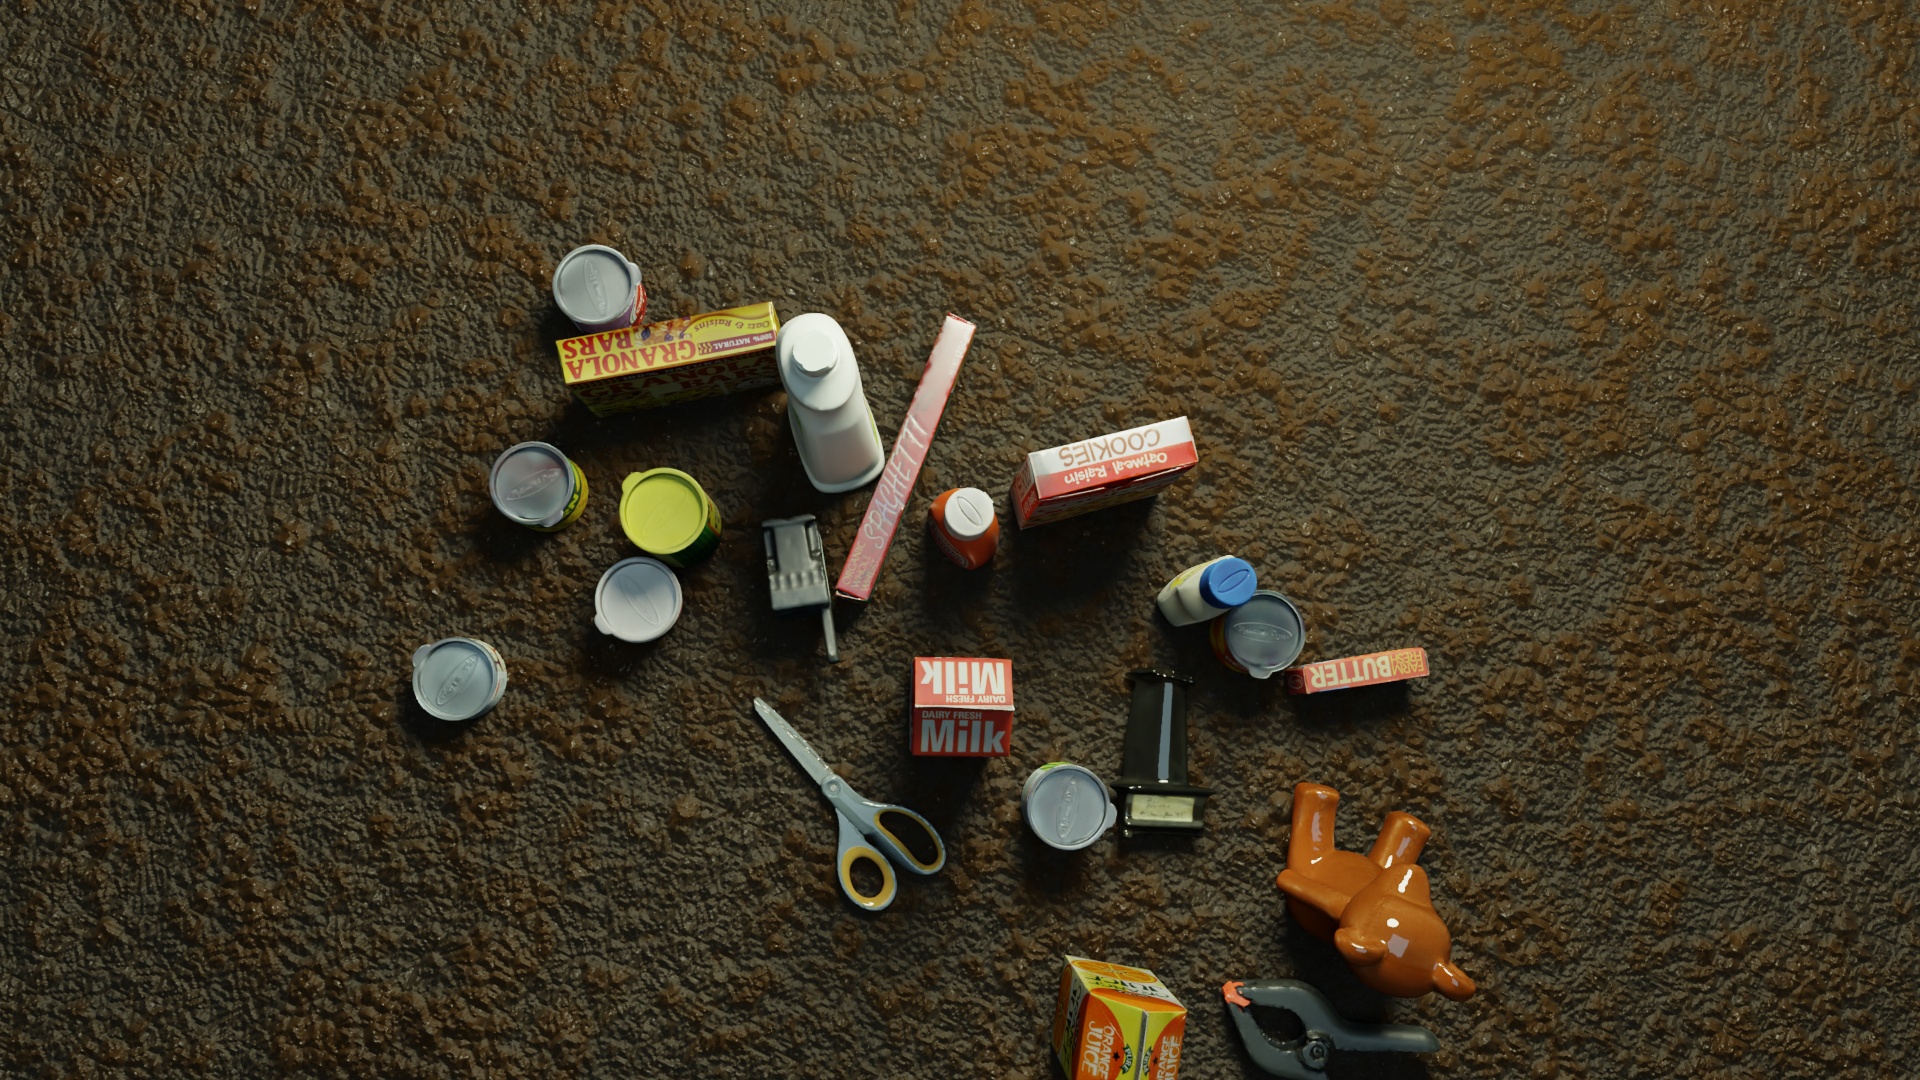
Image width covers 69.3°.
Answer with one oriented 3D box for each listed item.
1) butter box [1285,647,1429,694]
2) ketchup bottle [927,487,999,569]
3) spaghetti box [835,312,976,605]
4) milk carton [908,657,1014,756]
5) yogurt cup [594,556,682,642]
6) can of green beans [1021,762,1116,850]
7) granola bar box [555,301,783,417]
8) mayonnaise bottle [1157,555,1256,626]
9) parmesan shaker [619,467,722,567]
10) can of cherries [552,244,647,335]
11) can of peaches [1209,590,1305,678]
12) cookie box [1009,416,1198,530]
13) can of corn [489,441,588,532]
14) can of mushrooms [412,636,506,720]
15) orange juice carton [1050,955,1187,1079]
[{"bbox_3d":[0.324,0.107,1.139,0.103,0.053,0.024,-8,84,-4],"label":"butter box"},{"bbox_3d":[0.004,-0.014,1.091,0.043,0.148,0.065,-39,86,-6],"label":"ketchup bottle"},{"bbox_3d":[-0.045,-0.065,1.145,0.029,0.050,0.250,21,82,0],"label":"spaghetti box"},{"bbox_3d":[-0.002,0.126,1.052,0.072,0.190,0.073,1,83,-2],"label":"milk carton"},{"bbox_3d":[-0.255,0.049,1.118,0.072,0.054,0.072,0,83,-3],"label":"yogurt cup"},{"bbox_3d":[0.083,0.212,1.112,0.071,0.057,0.071,0,83,-3],"label":"can of green beans"},{"bbox_3d":[-0.223,-0.142,1.109,0.166,0.124,0.039,-11,84,-4],"label":"granola bar box"},{"bbox_3d":[0.198,0.038,1.094,0.065,0.148,0.041,-34,86,-6],"label":"mayonnaise bottle"},{"bbox_3d":[-0.229,-0.019,1.104,0.071,0.103,0.071,0,83,-3],"label":"parmesan shaker"},{"bbox_3d":[-0.294,-0.203,1.147,0.071,0.058,0.071,0,83,-3],"label":"can of cherries"},{"bbox_3d":[0.241,0.078,1.137,0.071,0.058,0.071,0,83,-3],"label":"can of peaches"},{"bbox_3d":[0.108,-0.050,1.091,0.123,0.167,0.040,-14,84,-4],"label":"cookie box"},{"bbox_3d":[-0.338,-0.040,1.124,0.071,0.058,0.071,0,83,-3],"label":"can of corn"},{"bbox_3d":[-0.402,0.109,1.114,0.071,0.033,0.071,0,83,-3],"label":"can of mushrooms"},{"bbox_3d":[0.117,0.365,1.026,0.073,0.192,0.072,11,83,-1],"label":"orange juice carton"}]
